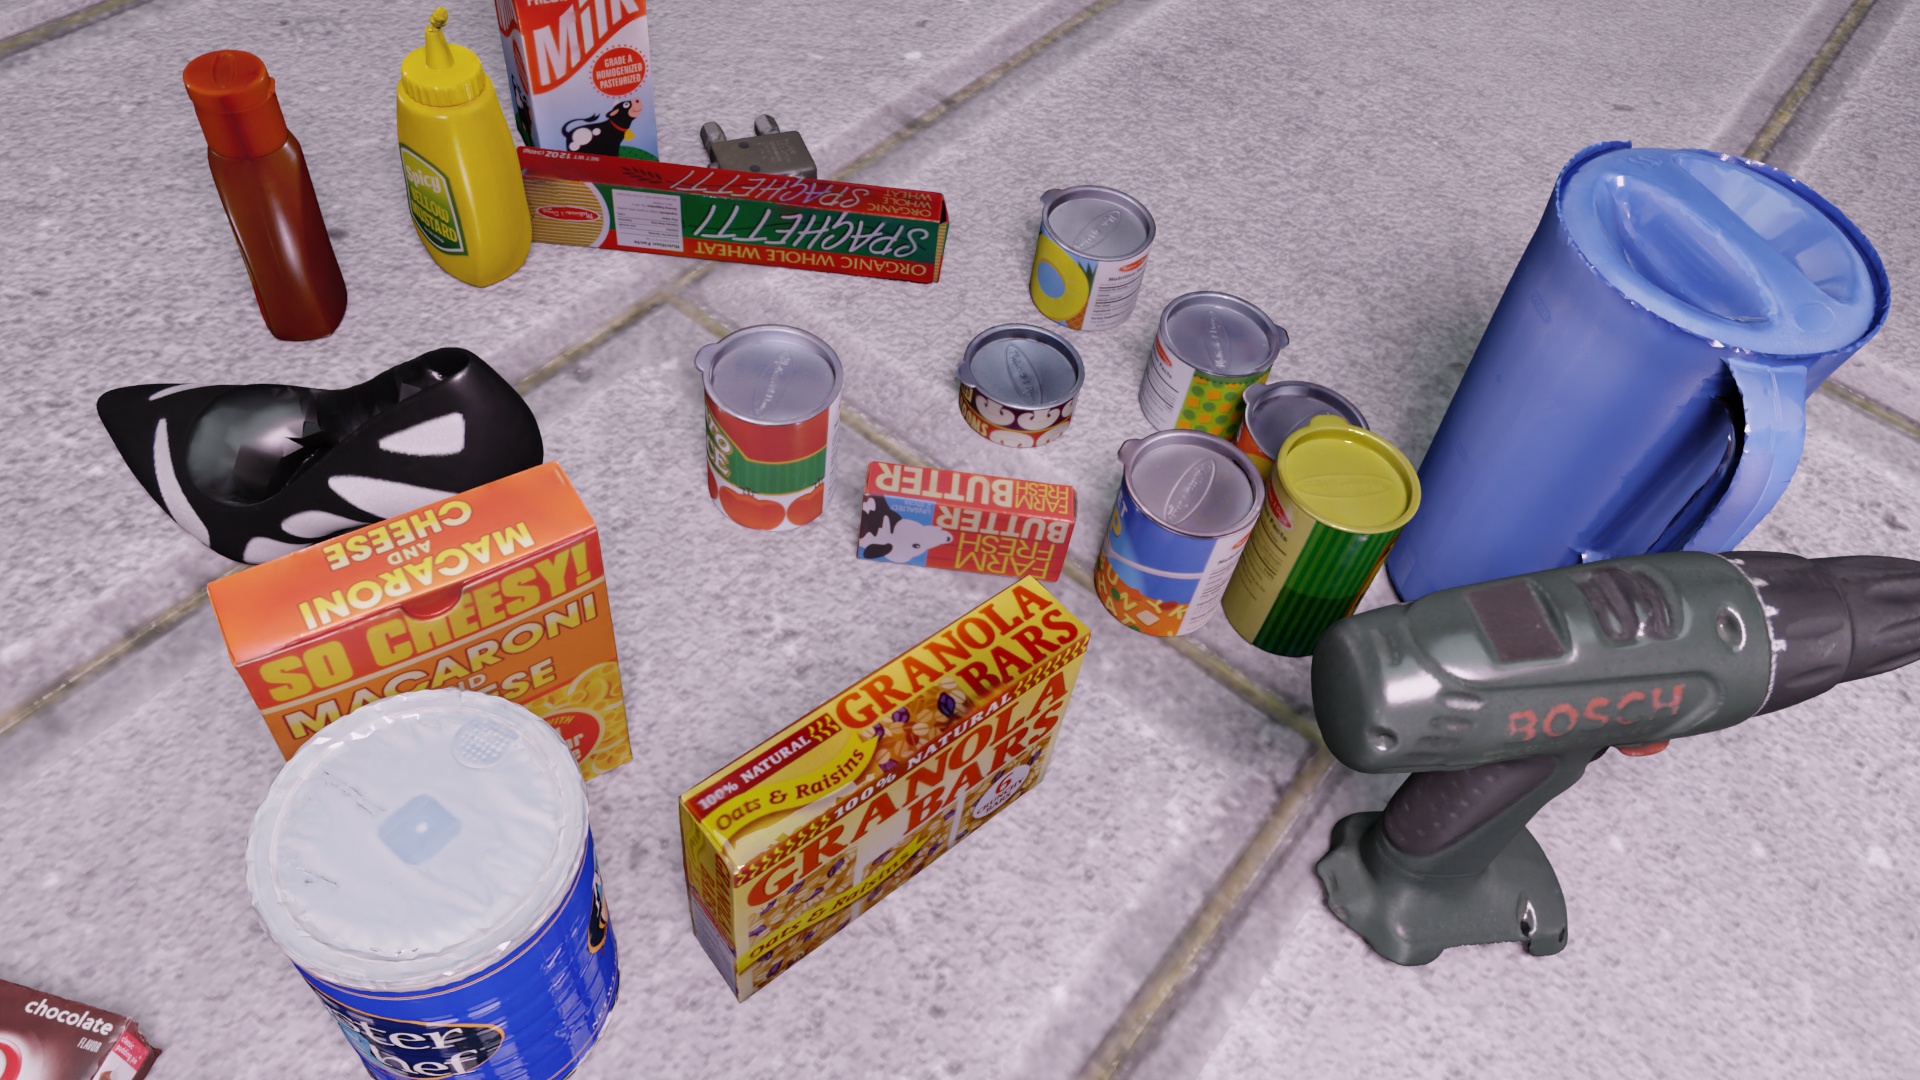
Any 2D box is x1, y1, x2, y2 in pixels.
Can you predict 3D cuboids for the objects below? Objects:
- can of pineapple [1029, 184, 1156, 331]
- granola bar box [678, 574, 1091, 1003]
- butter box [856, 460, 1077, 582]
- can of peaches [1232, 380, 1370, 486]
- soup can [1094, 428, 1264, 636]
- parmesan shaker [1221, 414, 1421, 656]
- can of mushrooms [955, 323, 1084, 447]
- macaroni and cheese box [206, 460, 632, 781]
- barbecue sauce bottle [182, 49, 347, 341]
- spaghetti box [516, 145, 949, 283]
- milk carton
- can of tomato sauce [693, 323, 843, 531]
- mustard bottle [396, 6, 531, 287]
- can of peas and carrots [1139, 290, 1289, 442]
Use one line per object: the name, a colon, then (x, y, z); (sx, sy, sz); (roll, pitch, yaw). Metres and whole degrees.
can of pineapple: (0.075, -0.167, 0.816); (0.071, 0.057, 0.071); (4, 52, -5)
granola bar box: (-0.030, 0.097, 0.550); (0.166, 0.123, 0.039); (-31, 62, -28)
butter box: (0.002, -0.009, 0.684); (0.103, 0.052, 0.024); (7, 52, -3)
can of peaches: (0.173, -0.042, 0.732); (0.071, 0.057, 0.071); (4, 52, -5)
soup can: (0.102, -0.004, 0.675); (0.071, 0.083, 0.072); (4, 52, -5)
parmesan shaker: (0.170, 0.000, 0.670); (0.071, 0.102, 0.072); (4, 52, -5)
can of mushrooms: (0.030, -0.085, 0.761); (0.071, 0.033, 0.071); (4, 52, -5)
macaroni and cheese box: (-0.195, 0.056, 0.533); (0.124, 0.165, 0.040); (-24, 59, -24)
barbecue sauce bottle: (-0.350, -0.174, 0.703); (0.044, 0.147, 0.065); (-9, 54, -15)
spaghetti box: (-0.132, -0.188, 0.808); (0.250, 0.049, 0.029); (5, 52, -4)
milk carton: (-0.223, -0.298, 0.793); (0.072, 0.189, 0.074); (-18, 57, -21)
can of tomato sauce: (-0.095, -0.054, 0.687); (0.071, 0.082, 0.071); (4, 52, -5)
mustard bottle: (-0.268, -0.210, 0.736); (0.065, 0.159, 0.049); (34, 55, 18)
can of peas and carrots: (0.139, -0.095, 0.768); (0.071, 0.058, 0.071); (4, 52, -5)
